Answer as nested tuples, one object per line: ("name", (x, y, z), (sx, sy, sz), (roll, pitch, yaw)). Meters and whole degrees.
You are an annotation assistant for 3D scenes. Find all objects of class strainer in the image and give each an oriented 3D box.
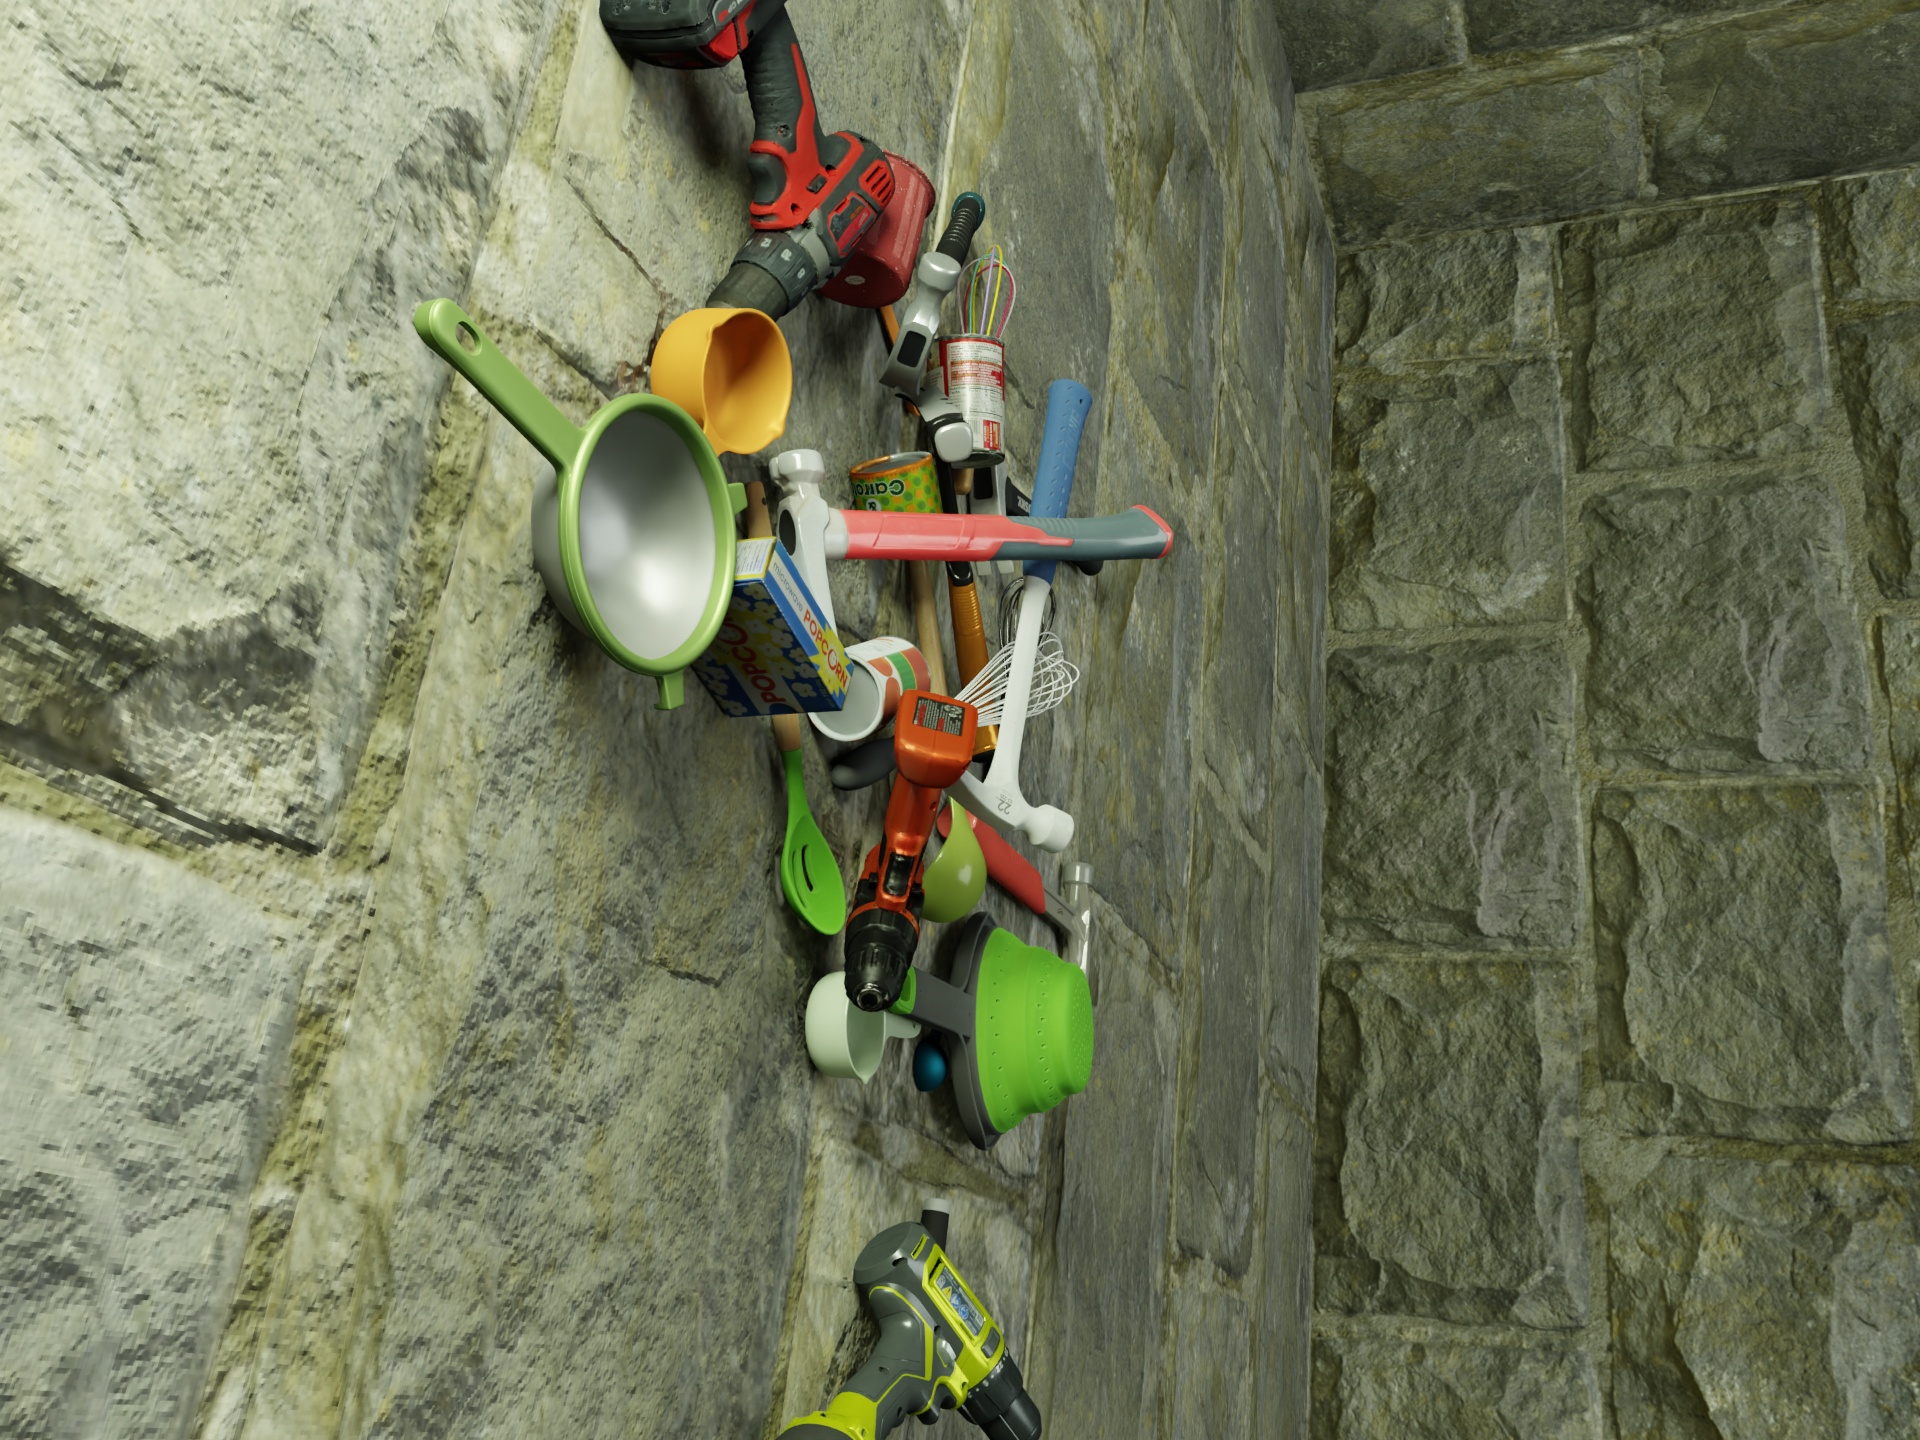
("strainer", (-0.210, -0.124, 0.823), (0.256, 0.069, 0.152), (50, 47, -52))

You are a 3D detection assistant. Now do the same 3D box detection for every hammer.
("hammer", (0.082, -0.191, 1.595), (0.334, 0.035, 0.146), (18, 71, -67))
("hammer", (0.027, -0.124, 1.208), (0.386, 0.038, 0.143), (-5, 81, -42))
("hammer", (0.059, 0.160, 1.493), (0.358, 0.037, 0.149), (46, 46, -59))
("hammer", (0.056, -0.104, 1.278), (0.144, 0.035, 0.406), (28, 60, -32))
("hammer", (-0.001, -0.113, 1.340), (0.127, 0.034, 0.336), (-120, -162, -57))
("hammer", (-0.014, -0.368, 1.305), (0.331, 0.033, 0.128), (-77, -171, -55))

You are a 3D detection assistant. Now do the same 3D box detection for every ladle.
("ladle", (-0.027, 0.006, 1.309), (0.078, 0.062, 0.320), (6, 75, -70))

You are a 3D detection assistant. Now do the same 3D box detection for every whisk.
("whisk", (-0.002, -0.005, 1.260), (0.284, 0.070, 0.070), (-28, 115, -45))
("whisk", (0.052, -0.026, 1.488), (0.055, 0.055, 0.239), (42, 53, -60))
("whisk", (0.014, -0.318, 1.439), (0.051, 0.047, 0.245), (26, 67, -52))

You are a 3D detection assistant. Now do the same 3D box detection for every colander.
("colander", (0.038, 0.243, 1.301), (0.396, 0.094, 0.205), (47, 42, -66))

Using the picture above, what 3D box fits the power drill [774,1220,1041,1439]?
("power drill", (-0.031, 0.491, 1.106), (0.190, 0.080, 0.228), (56, 30, -7))

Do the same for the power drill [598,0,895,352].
("power drill", (-0.135, -0.365, 1.002), (0.188, 0.080, 0.226), (-57, 144, -26))

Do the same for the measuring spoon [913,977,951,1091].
("measuring spoon", (-0.009, 0.254, 1.330), (0.129, 0.021, 0.042), (-66, 146, -45))

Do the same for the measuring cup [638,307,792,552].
("measuring cup", (-0.167, -0.175, 0.966), (0.174, 0.052, 0.095), (-64, 147, -21))

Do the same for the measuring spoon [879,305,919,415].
("measuring spoon", (-0.054, -0.305, 1.309), (0.021, 0.011, 0.116), (-64, 141, -54))

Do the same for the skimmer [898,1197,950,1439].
("skimmer", (-0.016, 0.544, 1.187), (0.127, 0.090, 0.364), (45, 46, -49))

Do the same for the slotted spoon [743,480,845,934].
("slotted spoon", (-0.119, -0.006, 1.086), (0.070, 0.031, 0.313), (-24, 108, -67))

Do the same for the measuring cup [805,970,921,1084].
("measuring cup", (-0.070, 0.224, 1.171), (0.167, 0.038, 0.083), (31, 57, -70))
